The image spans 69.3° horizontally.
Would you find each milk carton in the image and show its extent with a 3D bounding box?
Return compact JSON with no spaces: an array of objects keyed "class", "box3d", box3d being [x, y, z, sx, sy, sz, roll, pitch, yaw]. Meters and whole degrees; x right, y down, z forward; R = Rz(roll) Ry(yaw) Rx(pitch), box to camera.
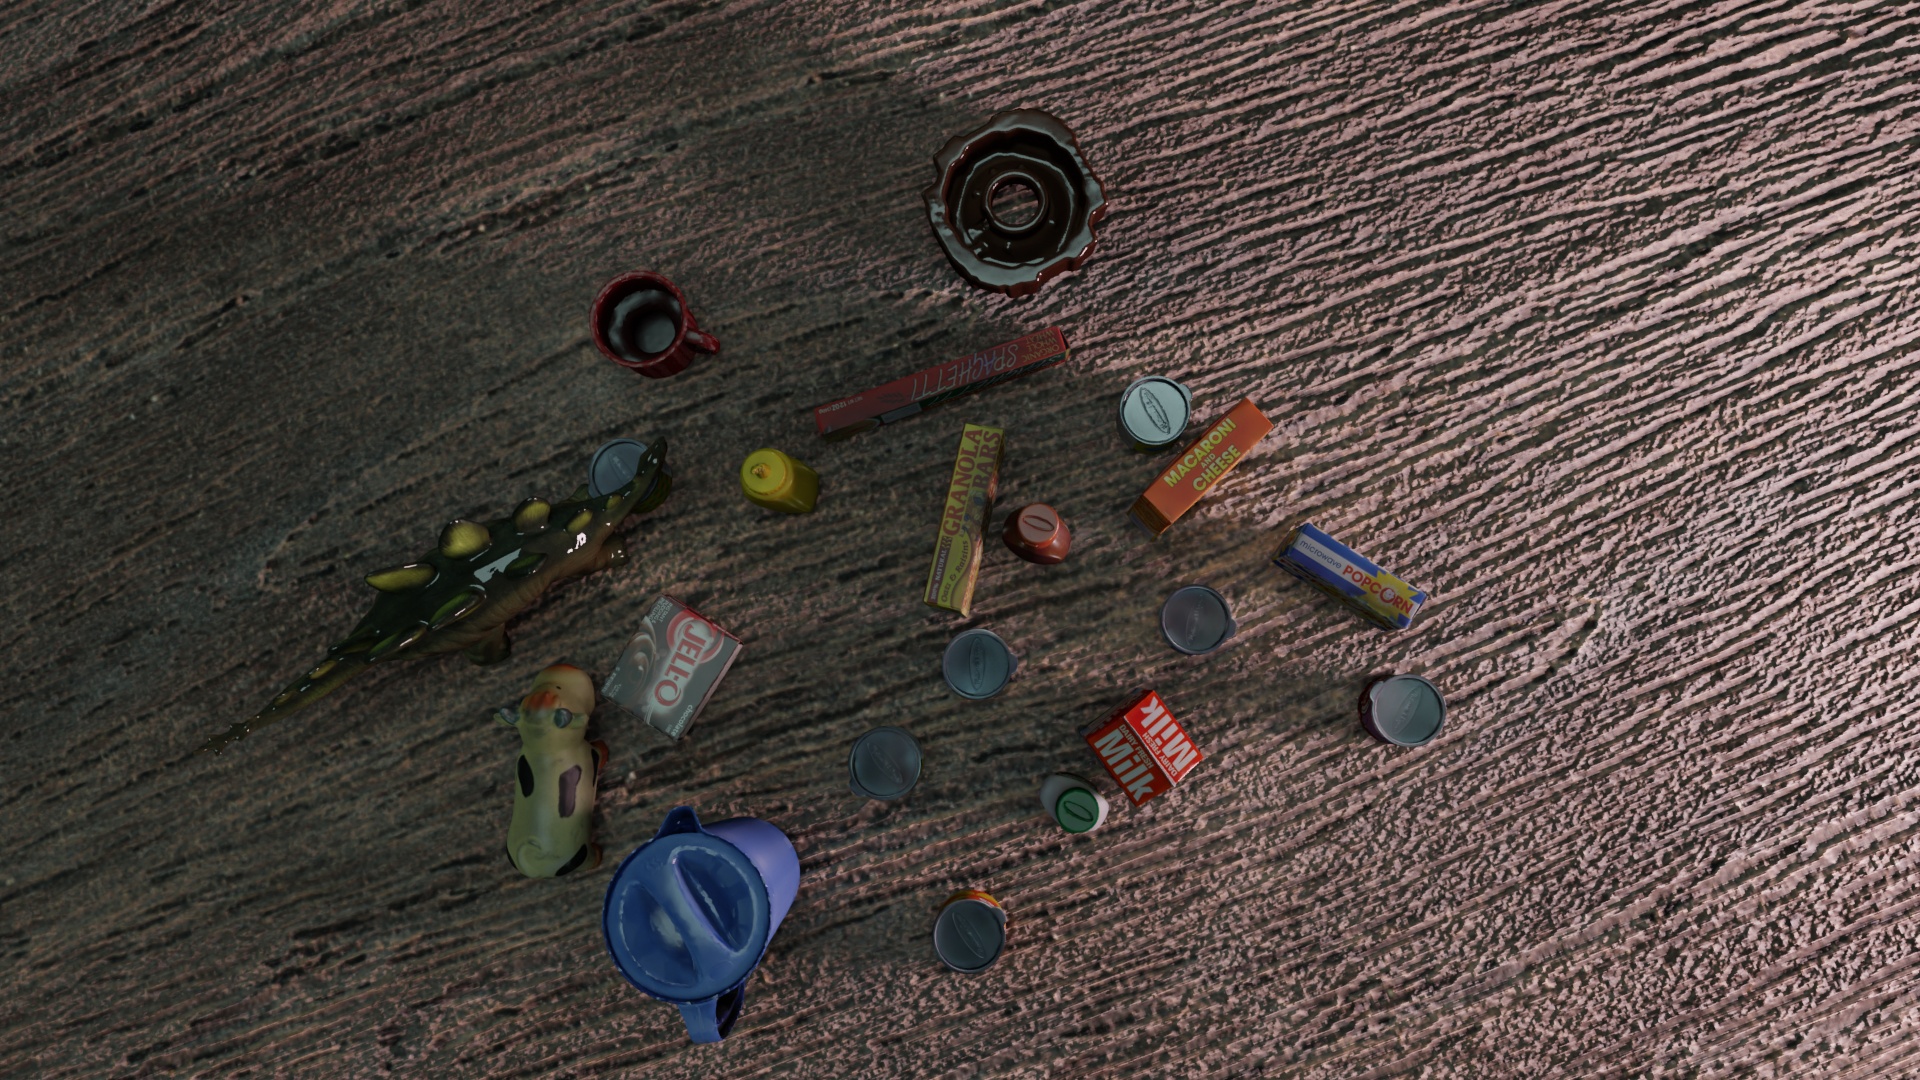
[{"class":"milk carton","box3d":[0.157,0.179,1.214,0.073,0.190,0.072,-37,84,-1]}]

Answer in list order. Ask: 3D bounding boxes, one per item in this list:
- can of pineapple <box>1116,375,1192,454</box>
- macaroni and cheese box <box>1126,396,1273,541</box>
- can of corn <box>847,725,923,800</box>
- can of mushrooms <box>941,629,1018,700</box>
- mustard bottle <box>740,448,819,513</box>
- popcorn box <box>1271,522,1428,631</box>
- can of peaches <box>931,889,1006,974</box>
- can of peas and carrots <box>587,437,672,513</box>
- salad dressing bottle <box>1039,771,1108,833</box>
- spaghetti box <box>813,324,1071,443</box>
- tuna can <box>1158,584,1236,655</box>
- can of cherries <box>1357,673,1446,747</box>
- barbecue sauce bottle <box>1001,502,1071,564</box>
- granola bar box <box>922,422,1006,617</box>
[{"class":"can of pineapple","box3d":[0.183,-0.118,1.313,0.071,0.058,0.071,0,84,2]},{"class":"macaroni and cheese box","box3d":[0.211,-0.061,1.250,0.124,0.166,0.040,-43,84,-2]},{"class":"can of corn","box3d":[-0.070,0.207,1.286,0.071,0.058,0.071,0,84,2]},{"class":"can of mushrooms","box3d":[0.019,0.117,1.305,0.071,0.033,0.071,0,84,2]},{"class":"mustard bottle","box3d":[-0.169,-0.056,1.268,0.065,0.160,0.049,8,85,3]},{"class":"popcorn box","box3d":[0.354,0.034,1.275,0.127,0.085,0.038,32,86,5]},{"class":"can of peaches","box3d":[0.011,0.355,1.267,0.071,0.058,0.071,0,84,2]},{"class":"can of peas and carrots","box3d":[-0.316,-0.059,1.326,0.071,0.058,0.071,0,84,2]},{"class":"salad dressing bottle","box3d":[0.102,0.234,1.232,0.064,0.147,0.044,29,86,5]},{"class":"spaghetti box","box3d":[-0.017,-0.149,1.328,0.250,0.050,0.028,-19,84,0]},{"class":"tuna can","box3d":[0.222,0.075,1.302,0.071,0.033,0.071,0,84,2]},{"class":"can of cherries","box3d":[0.402,0.153,1.273,0.071,0.058,0.071,0,84,2]},{"class":"barbecue sauce bottle","box3d":[0.069,-0.007,1.259,0.065,0.148,0.043,20,86,4]},{"class":"granola bar box","box3d":[0.005,-0.016,1.275,0.039,0.124,0.165,13,85,4]}]
